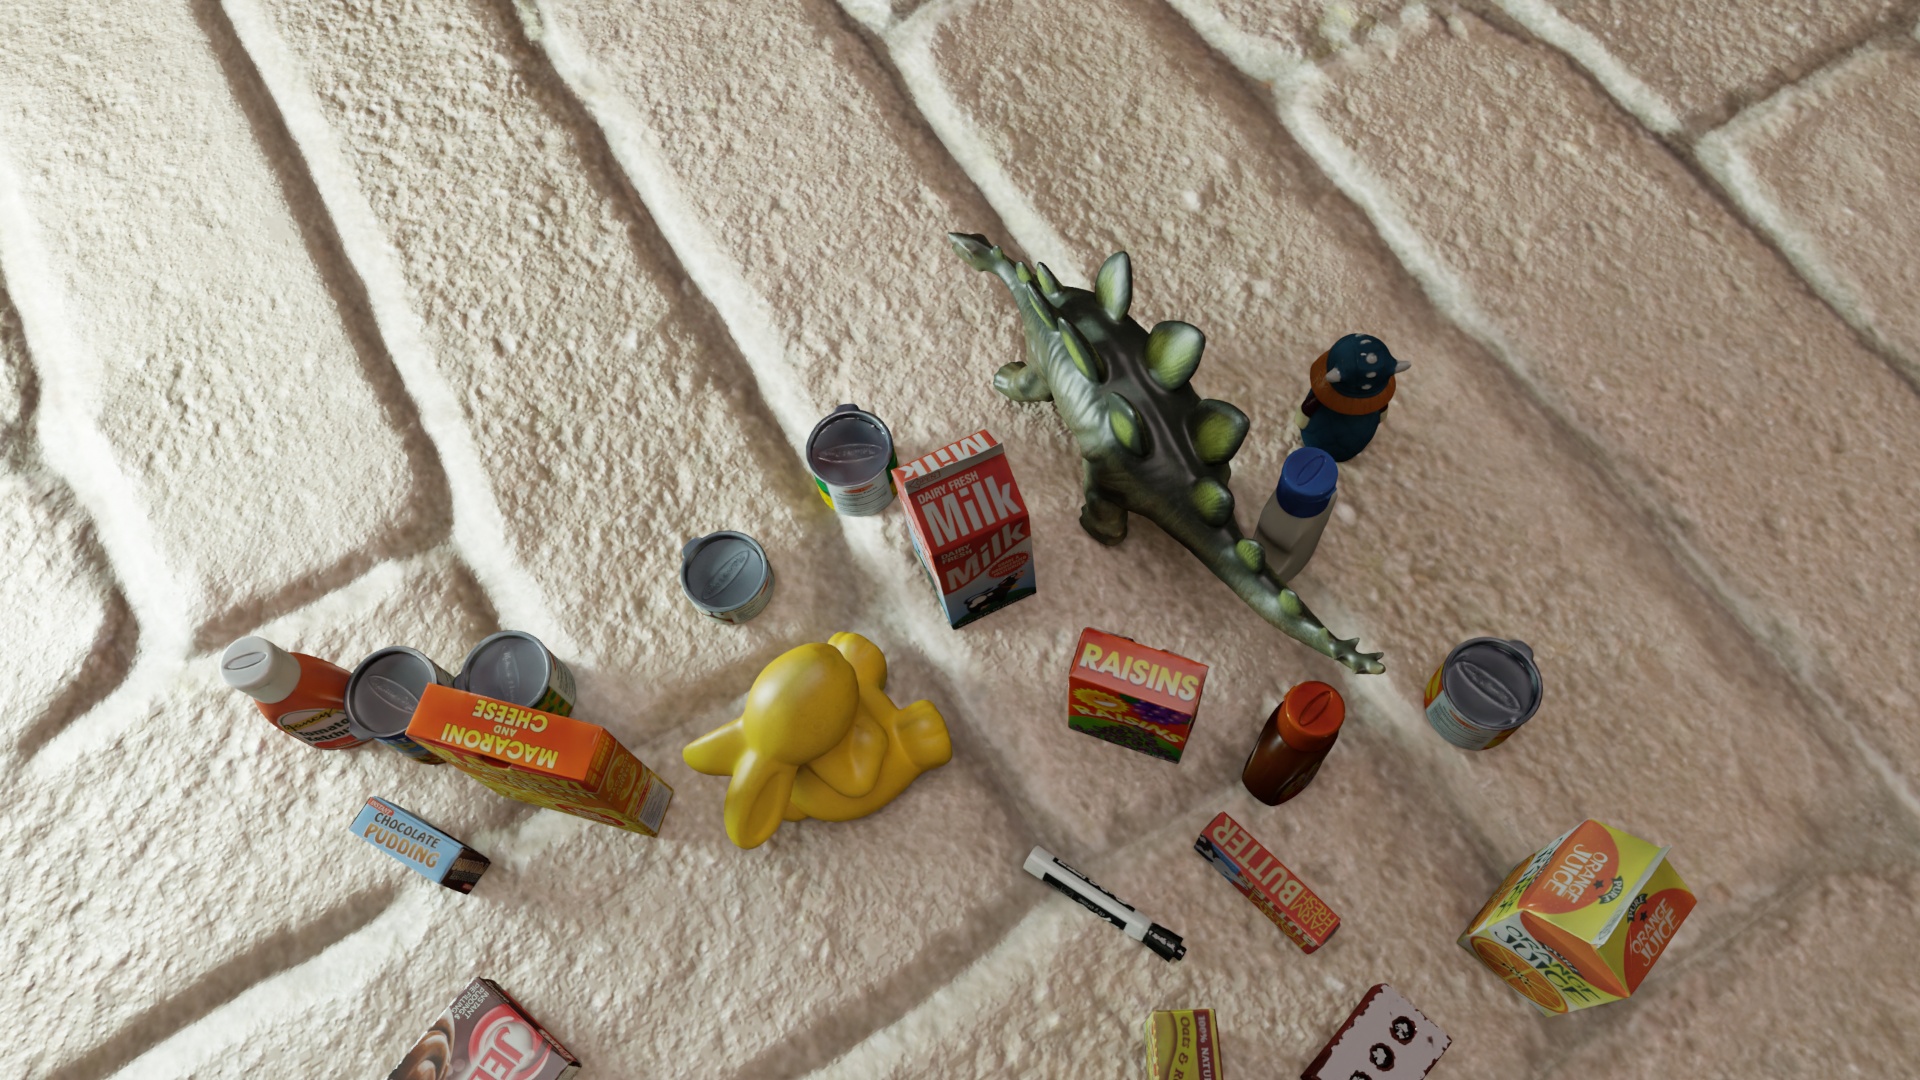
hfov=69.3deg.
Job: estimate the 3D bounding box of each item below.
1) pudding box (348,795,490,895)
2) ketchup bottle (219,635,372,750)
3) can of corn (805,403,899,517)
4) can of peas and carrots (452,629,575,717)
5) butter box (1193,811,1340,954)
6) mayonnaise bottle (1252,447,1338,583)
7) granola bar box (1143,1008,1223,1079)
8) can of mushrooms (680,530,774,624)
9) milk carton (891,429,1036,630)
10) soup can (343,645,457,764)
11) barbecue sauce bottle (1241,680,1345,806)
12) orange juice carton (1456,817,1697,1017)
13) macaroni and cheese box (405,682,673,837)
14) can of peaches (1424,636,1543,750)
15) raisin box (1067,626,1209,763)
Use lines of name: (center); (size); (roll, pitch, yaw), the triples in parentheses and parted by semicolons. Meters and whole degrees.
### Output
pudding box: (-0.379, 0.213, 0.974); (0.084, 0.049, 0.030); (25, 71, 14)
ketchup bottle: (-0.461, 0.107, 0.973); (0.065, 0.148, 0.044); (-17, 67, -3)
can of corn: (-0.081, -0.061, 1.067); (0.071, 0.058, 0.071); (-2, 66, 4)
can of peas and carrots: (-0.323, 0.107, 1.012); (0.071, 0.058, 0.071); (-2, 66, 4)
butter box: (0.202, 0.227, 0.921); (0.024, 0.053, 0.104); (-43, 70, -13)
mayonnaise bottle: (0.234, -0.018, 0.974); (0.041, 0.147, 0.065); (39, 75, 19)
granola bar box: (0.137, 0.369, 0.825); (0.039, 0.123, 0.166); (-4, 66, 3)
can of mushrooms: (-0.177, 0.027, 1.049); (0.071, 0.033, 0.071); (-2, 66, 4)
milk carton: (0.003, -0.012, 0.967); (0.072, 0.189, 0.073); (-24, 67, -6)
soup can: (-0.393, 0.122, 0.997); (0.071, 0.083, 0.071); (-2, 67, 4)
barbecue sauce bottle: (0.221, 0.130, 0.910); (0.065, 0.148, 0.044); (-43, 70, -13)
orange juice carton: (0.371, 0.227, 0.832); (0.073, 0.192, 0.072); (40, 75, 19)
macaroni and cheese box: (-0.275, 0.151, 0.930); (0.124, 0.166, 0.040); (12, 68, 10)
can of peaches: (0.361, 0.105, 0.960); (0.071, 0.058, 0.071); (-2, 66, 4)
raisin box: (0.118, 0.106, 0.942); (0.086, 0.123, 0.040); (18, 69, 12)
